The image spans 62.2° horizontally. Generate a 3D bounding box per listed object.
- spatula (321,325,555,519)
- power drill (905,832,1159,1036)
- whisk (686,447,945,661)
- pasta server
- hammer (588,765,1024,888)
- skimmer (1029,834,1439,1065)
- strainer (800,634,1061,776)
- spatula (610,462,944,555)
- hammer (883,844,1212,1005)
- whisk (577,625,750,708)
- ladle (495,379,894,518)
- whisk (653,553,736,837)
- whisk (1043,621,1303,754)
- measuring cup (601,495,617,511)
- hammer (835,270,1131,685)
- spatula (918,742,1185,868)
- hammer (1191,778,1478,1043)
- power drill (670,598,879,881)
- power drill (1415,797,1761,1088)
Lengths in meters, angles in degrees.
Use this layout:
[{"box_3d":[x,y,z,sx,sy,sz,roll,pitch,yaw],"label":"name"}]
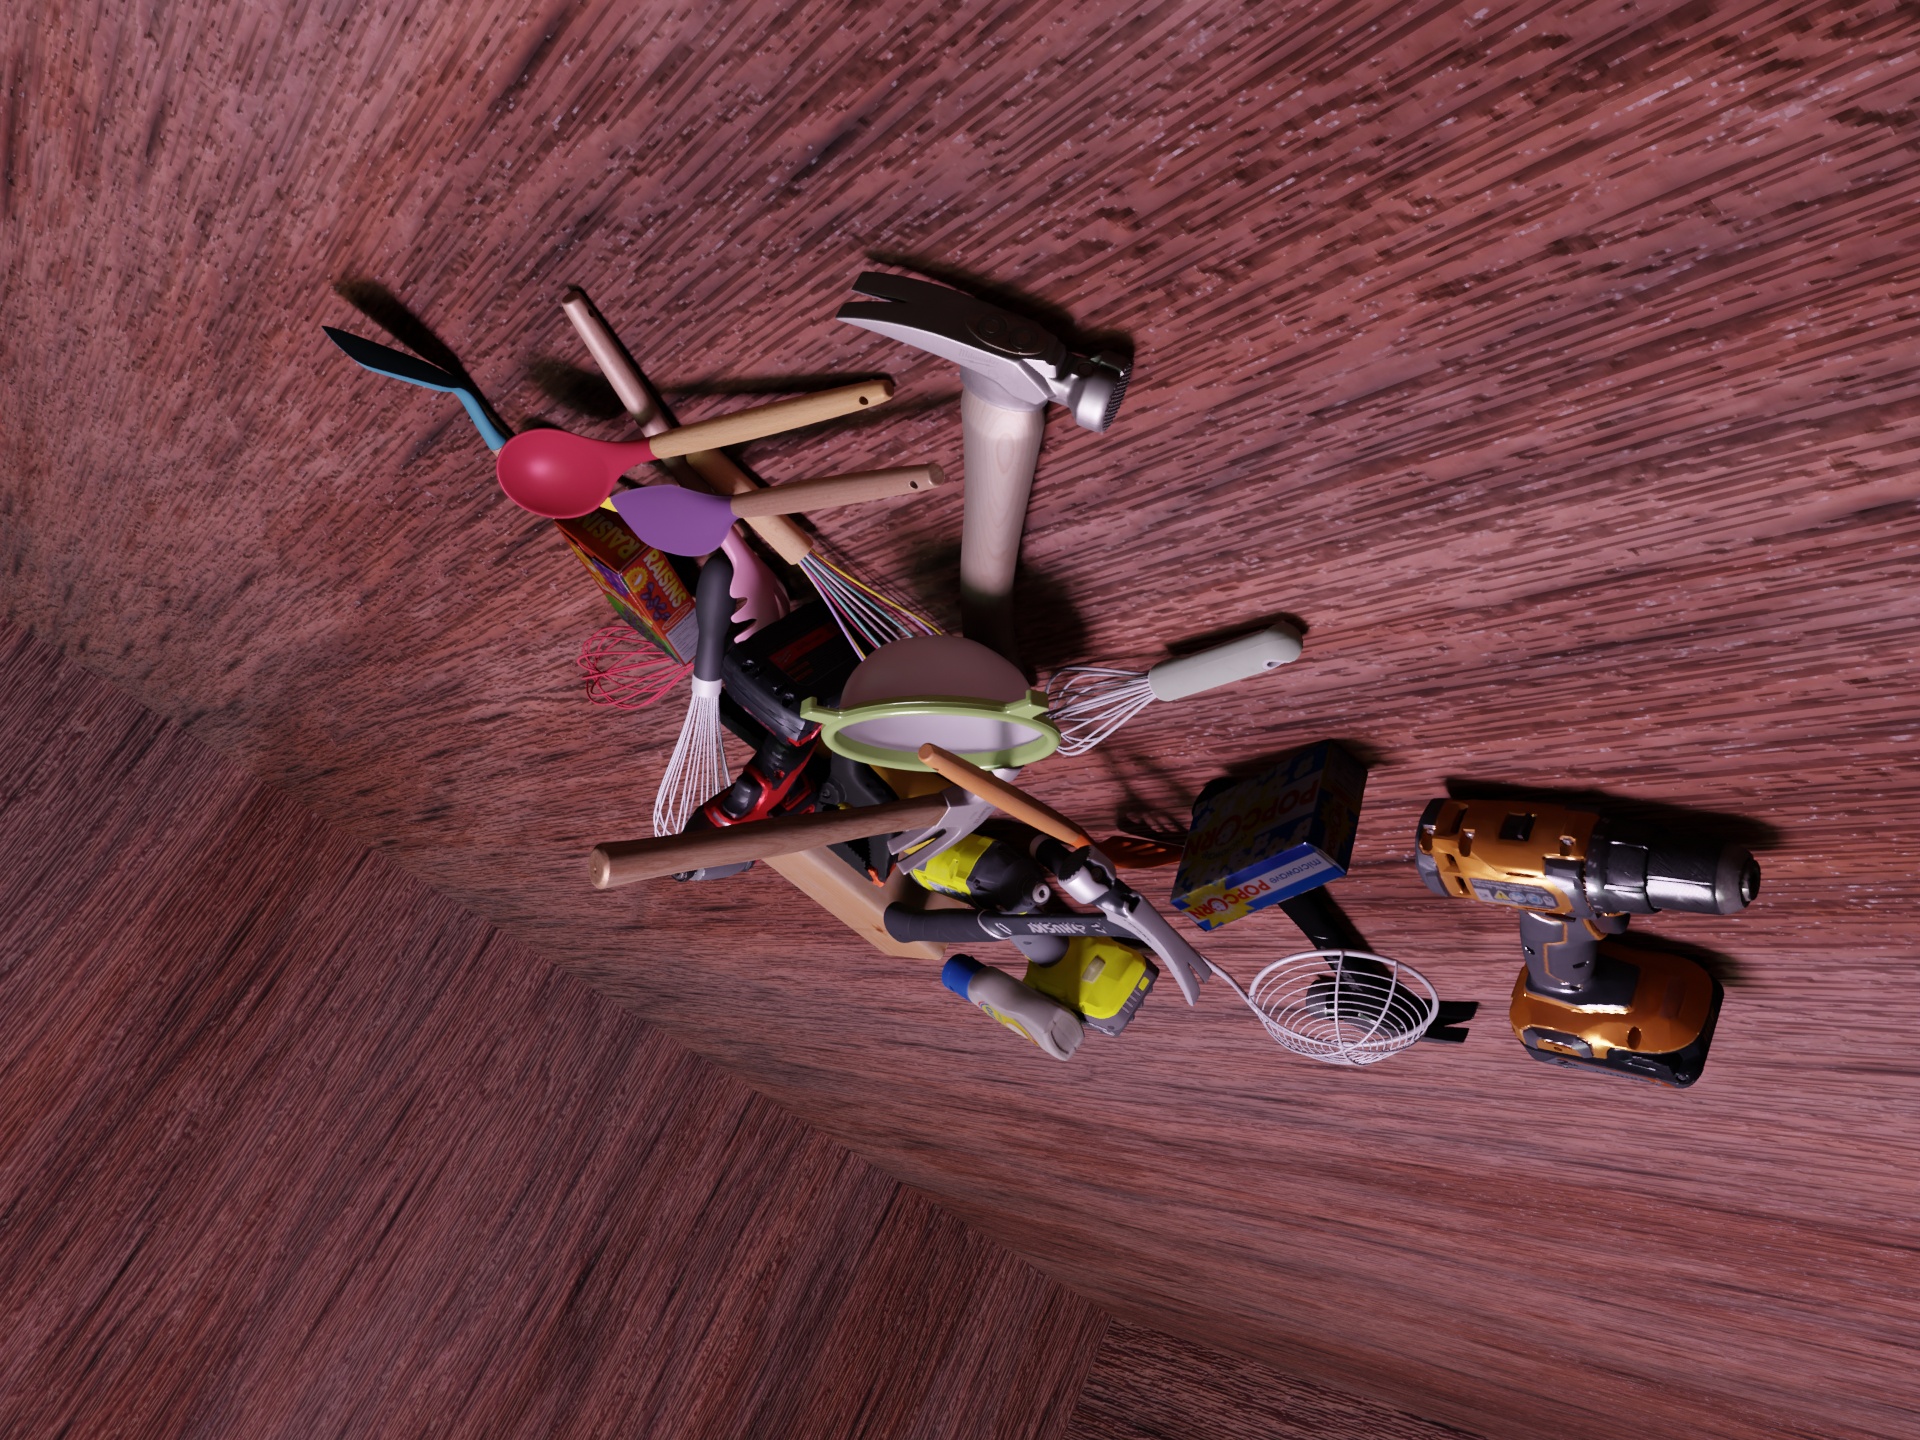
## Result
[{"box_3d":[-0.331,-0.179,1.164,0.082,0.044,0.317,39,171,43],"label":"spatula"},{"box_3d":[0.069,0.182,1.403,0.223,0.080,0.171,45,162,-30],"label":"power drill"},{"box_3d":[-0.089,-0.101,1.071,0.047,0.051,0.244,-28,119,34],"label":"whisk"},{"box_3d":[-0.184,-0.155,1.058,0.040,0.060,0.315,-11,140,17],"label":"pasta server"},{"box_3d":[-0.111,0.081,1.155,0.031,0.331,0.130,61,140,27],"label":"hammer"},{"box_3d":[0.192,0.151,1.211,0.364,0.090,0.127,32,162,47],"label":"skimmer"},{"box_3d":[-0.002,-0.003,1.058,0.151,0.069,0.256,-2,166,11],"label":"strainer"},{"box_3d":[-0.117,-0.130,0.962,0.316,0.018,0.059,0,136,48],"label":"spatula"},{"box_3d":[0.042,0.165,1.271,0.149,0.036,0.409,42,157,-17],"label":"hammer"},{"box_3d":[-0.222,-0.053,1.288,0.296,0.073,0.073,-6,140,45],"label":"whisk"},{"box_3d":[-0.167,-0.171,0.964,0.315,0.031,0.069,-5,135,36],"label":"ladle"},{"box_3d":[-0.199,-0.003,1.230,0.070,0.070,0.284,22,123,15],"label":"whisk"},{"box_3d":[0.121,-0.023,0.987,0.057,0.059,0.246,-1,170,-33],"label":"whisk"},{"box_3d":[-0.243,-0.165,1.131,0.156,0.029,0.062,18,158,-5],"label":"measuring cup"},{"box_3d":[0.009,-0.104,0.945,0.146,0.038,0.410,23,157,10],"label":"hammer"},{"box_3d":[0.068,0.063,1.109,0.081,0.041,0.322,8,166,37],"label":"spatula"},{"box_3d":[0.267,0.148,1.185,0.146,0.035,0.334,5,147,44],"label":"hammer"},{"box_3d":[-0.142,0.028,1.168,0.078,0.143,0.219,39,132,13],"label":"power drill"},{"box_3d":[0.395,0.131,0.956,0.185,0.084,0.226,3,142,42],"label":"power drill"}]
